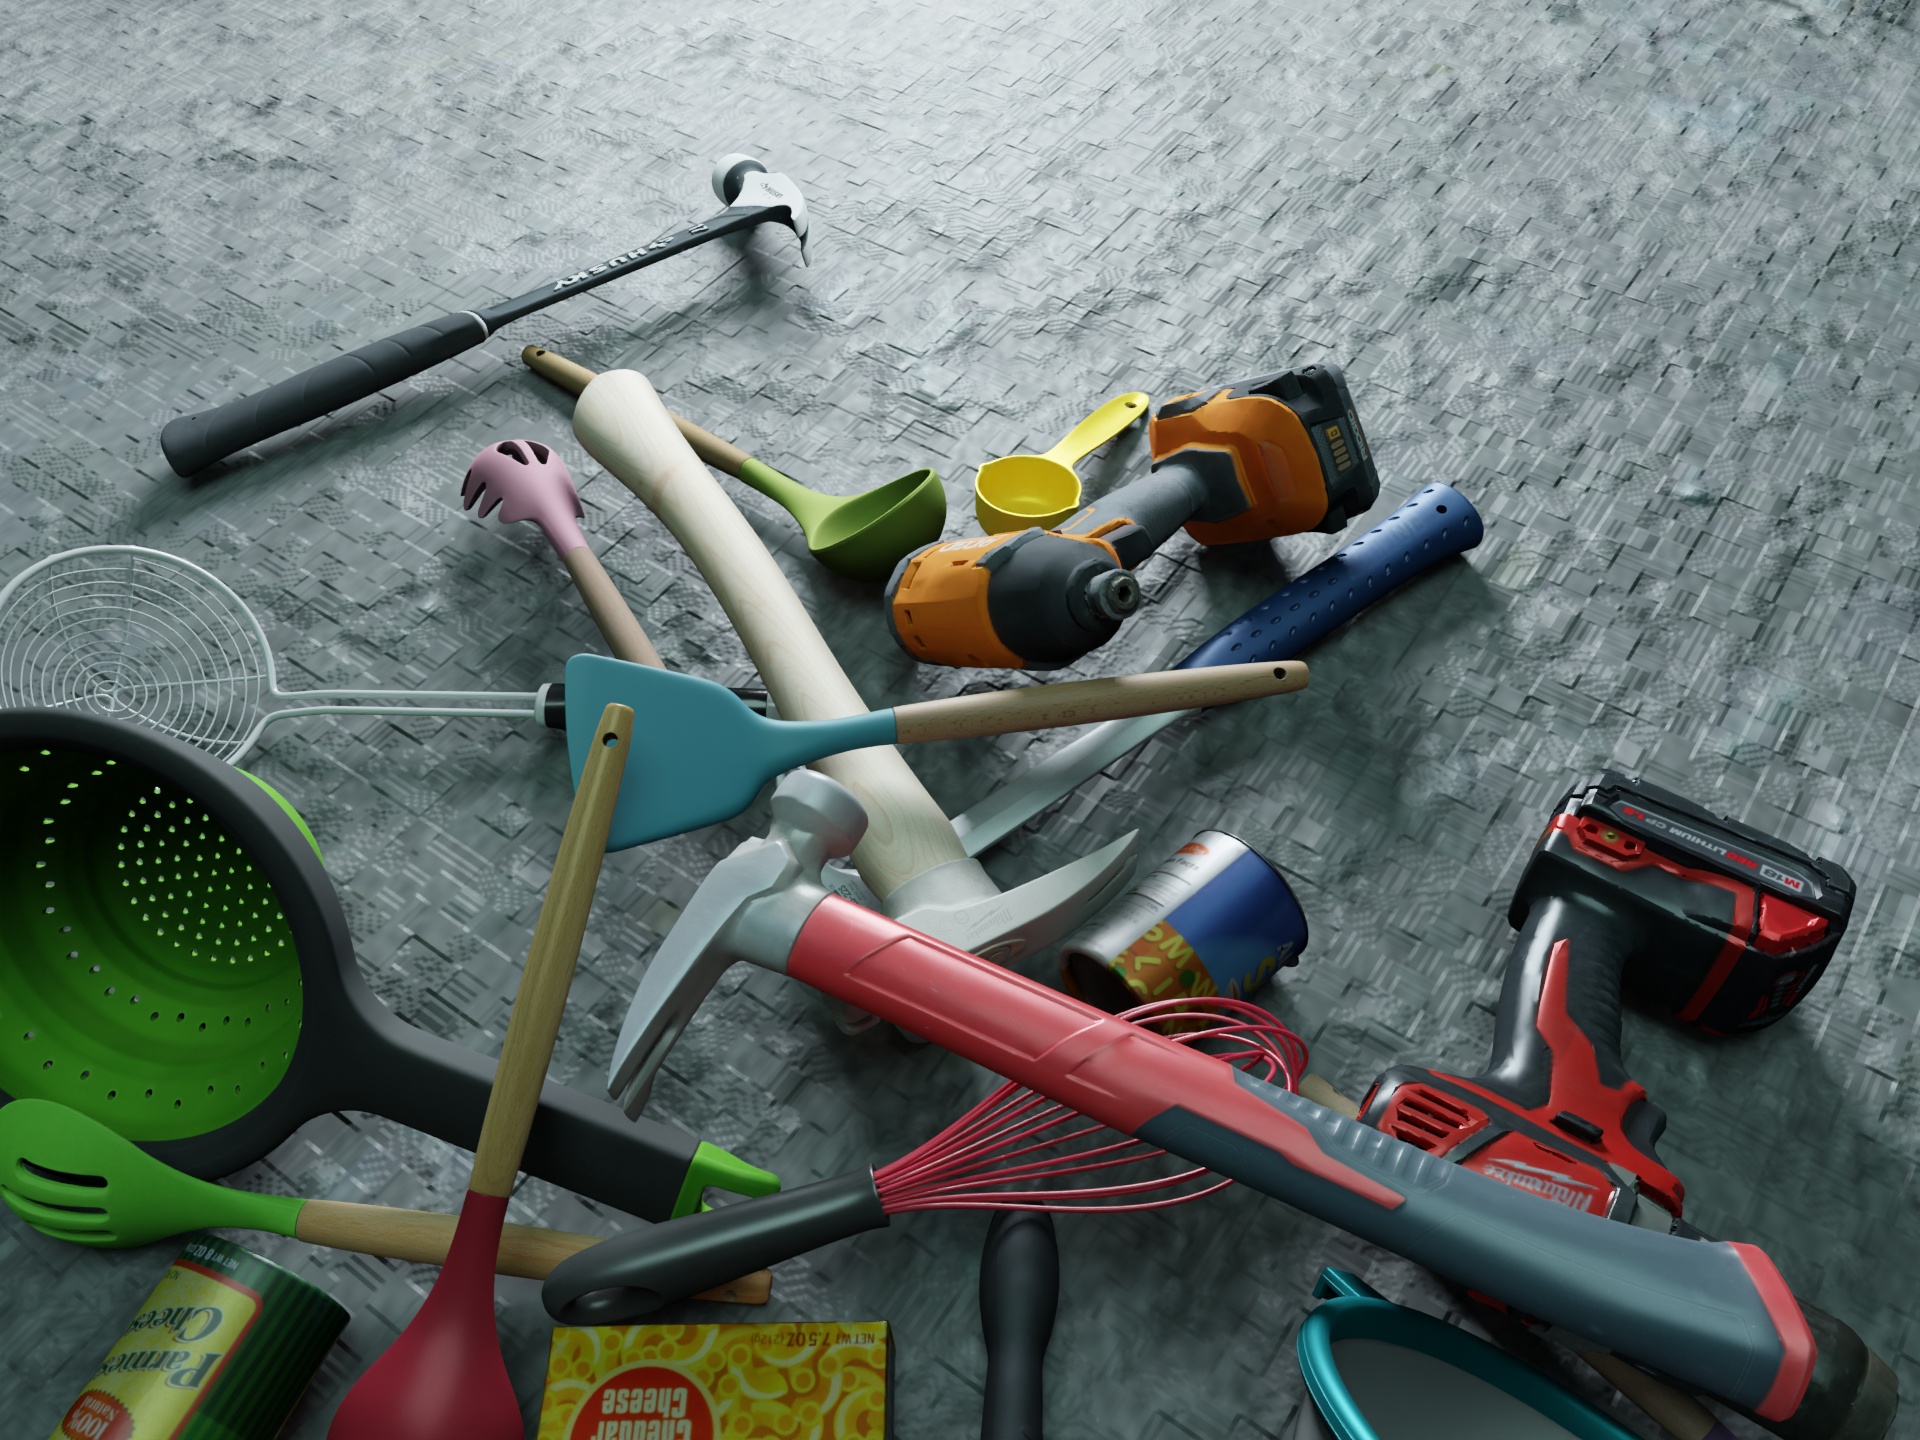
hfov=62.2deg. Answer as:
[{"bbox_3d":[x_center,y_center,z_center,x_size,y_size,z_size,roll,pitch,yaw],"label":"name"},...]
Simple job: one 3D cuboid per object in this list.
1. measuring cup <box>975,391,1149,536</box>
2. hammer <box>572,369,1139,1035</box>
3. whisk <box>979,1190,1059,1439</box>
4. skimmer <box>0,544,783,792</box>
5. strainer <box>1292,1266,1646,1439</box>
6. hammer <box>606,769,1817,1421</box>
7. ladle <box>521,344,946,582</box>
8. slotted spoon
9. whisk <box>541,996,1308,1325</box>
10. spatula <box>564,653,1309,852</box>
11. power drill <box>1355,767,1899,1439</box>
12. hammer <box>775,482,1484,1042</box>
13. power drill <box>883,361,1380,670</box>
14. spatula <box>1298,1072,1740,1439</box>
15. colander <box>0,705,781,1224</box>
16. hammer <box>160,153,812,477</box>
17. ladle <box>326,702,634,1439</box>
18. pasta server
[{"bbox_3d":[0.063,-0.141,0.885,0.062,0.029,0.156,26,45,23],"label":"measuring cup"},{"bbox_3d":[-0.079,-0.045,0.755,0.146,0.038,0.411,-23,54,-17],"label":"hammer"},{"bbox_3d":[0.015,0.284,0.520,0.070,0.070,0.285,2,43,4],"label":"whisk"},{"bbox_3d":[-0.265,-0.021,0.756,0.363,0.090,0.127,1,63,3],"label":"skimmer"},{"bbox_3d":[0.156,0.273,0.403,0.211,0.340,0.095,31,97,13],"label":"strainer"},{"bbox_3d":[0.068,0.139,0.525,0.386,0.038,0.143,20,61,22],"label":"hammer"},{"bbox_3d":[-0.139,-0.159,0.885,0.320,0.062,0.078,30,56,27],"label":"ladle"},{"bbox_3d":[-0.228,0.195,0.612,0.314,0.070,0.031,8,29,2],"label":"slotted spoon"},{"bbox_3d":[-0.011,0.169,0.586,0.296,0.073,0.073,-17,52,-2],"label":"whisk"},{"bbox_3d":[-0.001,-0.002,0.669,0.317,0.044,0.082,-8,74,-9],"label":"spatula"},{"bbox_3d":[0.265,0.139,0.595,0.188,0.080,0.227,26,51,22],"label":"power drill"},{"bbox_3d":[0.095,-0.012,0.767,0.405,0.035,0.144,-32,57,-21],"label":"hammer"},{"bbox_3d":[0.091,-0.092,0.757,0.226,0.084,0.164,-31,17,-24],"label":"power drill"},{"bbox_3d":[0.241,0.234,0.564,0.316,0.059,0.018,41,101,33],"label":"spatula"},{"bbox_3d":[-0.254,0.109,0.651,0.397,0.204,0.094,21,19,0],"label":"colander"},{"bbox_3d":[-0.275,-0.241,0.955,0.409,0.036,0.149,-28,39,-15],"label":"hammer"},{"bbox_3d":[-0.162,0.145,0.576,0.069,0.031,0.315,13,77,-4],"label":"ladle"},{"bbox_3d":[-0.180,-0.058,0.783,0.060,0.040,0.317,-9,42,-30],"label":"pasta server"}]
